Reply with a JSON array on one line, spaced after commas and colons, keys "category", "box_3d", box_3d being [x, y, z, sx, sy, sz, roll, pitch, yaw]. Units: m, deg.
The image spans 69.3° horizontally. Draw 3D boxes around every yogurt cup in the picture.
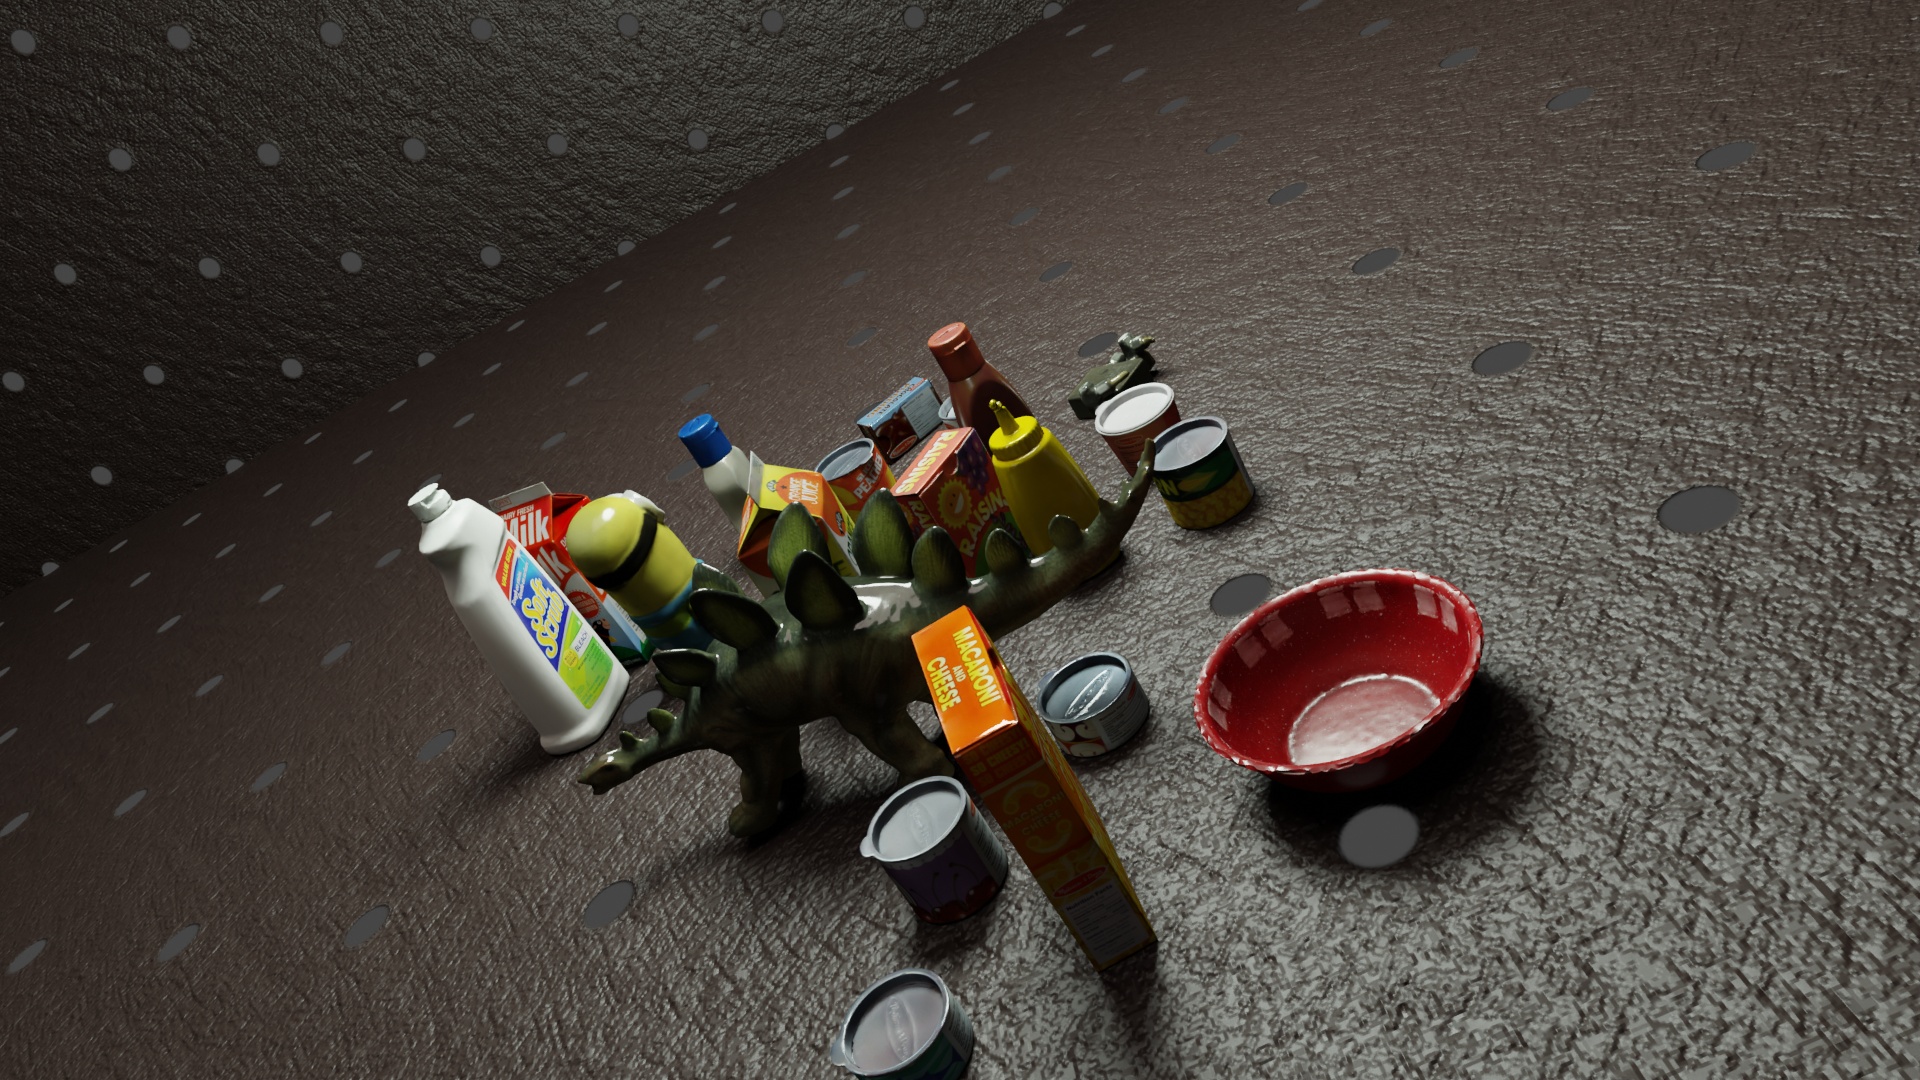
[{"category": "yogurt cup", "box_3d": [0.150, -0.087, 1.126, 0.072, 0.053, 0.073, -24, 28, 13]}]

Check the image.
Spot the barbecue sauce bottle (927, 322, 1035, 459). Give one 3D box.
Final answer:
[{"category": "barbecue sauce bottle", "box_3d": [0.022, -0.118, 1.202, 0.065, 0.148, 0.044, -37, 27, -11]}]

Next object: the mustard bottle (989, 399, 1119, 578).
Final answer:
[{"category": "mustard bottle", "box_3d": [0.061, -0.042, 1.023, 0.065, 0.159, 0.049, -32, 27, -2]}]

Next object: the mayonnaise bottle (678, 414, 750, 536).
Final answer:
[{"category": "mayonnaise bottle", "box_3d": [-0.215, -0.052, 1.327, 0.041, 0.147, 0.065, -24, 28, 14]}]

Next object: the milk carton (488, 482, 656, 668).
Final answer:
[{"category": "milk carton", "box_3d": [-0.355, 0.029, 1.284, 0.072, 0.190, 0.074, -17, 30, 26]}]

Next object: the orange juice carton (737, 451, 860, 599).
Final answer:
[{"category": "orange juice carton", "box_3d": [-0.109, 0.023, 1.047, 0.073, 0.192, 0.072, -26, 27, 9]}]

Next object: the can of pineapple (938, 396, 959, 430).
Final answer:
[{"category": "can of pineapple", "box_3d": [0.023, -0.110, 1.287, 0.071, 0.057, 0.071, -24, 28, 13]}]

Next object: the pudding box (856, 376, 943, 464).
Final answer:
[{"category": "pudding box", "box_3d": [-0.057, -0.121, 1.396, 0.084, 0.049, 0.030, -41, 29, -20]}]

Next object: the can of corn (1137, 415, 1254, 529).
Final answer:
[{"category": "can of corn", "box_3d": [0.175, -0.049, 1.032, 0.071, 0.058, 0.071, -24, 28, 13]}]

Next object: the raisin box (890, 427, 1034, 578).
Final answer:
[{"category": "raisin box", "box_3d": [0.004, -0.013, 1.072, 0.040, 0.123, 0.086, -4, 37, 42]}]

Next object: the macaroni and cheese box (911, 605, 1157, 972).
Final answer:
[{"category": "macaroni and cheese box", "box_3d": [0.039, 0.130, 0.747, 0.040, 0.166, 0.124, -30, 27, 2]}]

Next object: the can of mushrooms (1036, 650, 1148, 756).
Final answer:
[{"category": "can of mushrooms", "box_3d": [0.084, 0.104, 0.892, 0.071, 0.033, 0.071, -24, 28, 13]}]

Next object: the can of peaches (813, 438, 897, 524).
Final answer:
[{"category": "can of peaches", "box_3d": [-0.095, -0.054, 1.311, 0.071, 0.058, 0.071, -24, 28, 13]}]

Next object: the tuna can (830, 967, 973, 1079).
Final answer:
[{"category": "tuna can", "box_3d": [-0.031, 0.265, 0.736, 0.071, 0.032, 0.071, -24, 28, 13]}]

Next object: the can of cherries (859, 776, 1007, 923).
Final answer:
[{"category": "can of cherries", "box_3d": [-0.016, 0.185, 0.827, 0.071, 0.058, 0.072, -24, 28, 13]}]
